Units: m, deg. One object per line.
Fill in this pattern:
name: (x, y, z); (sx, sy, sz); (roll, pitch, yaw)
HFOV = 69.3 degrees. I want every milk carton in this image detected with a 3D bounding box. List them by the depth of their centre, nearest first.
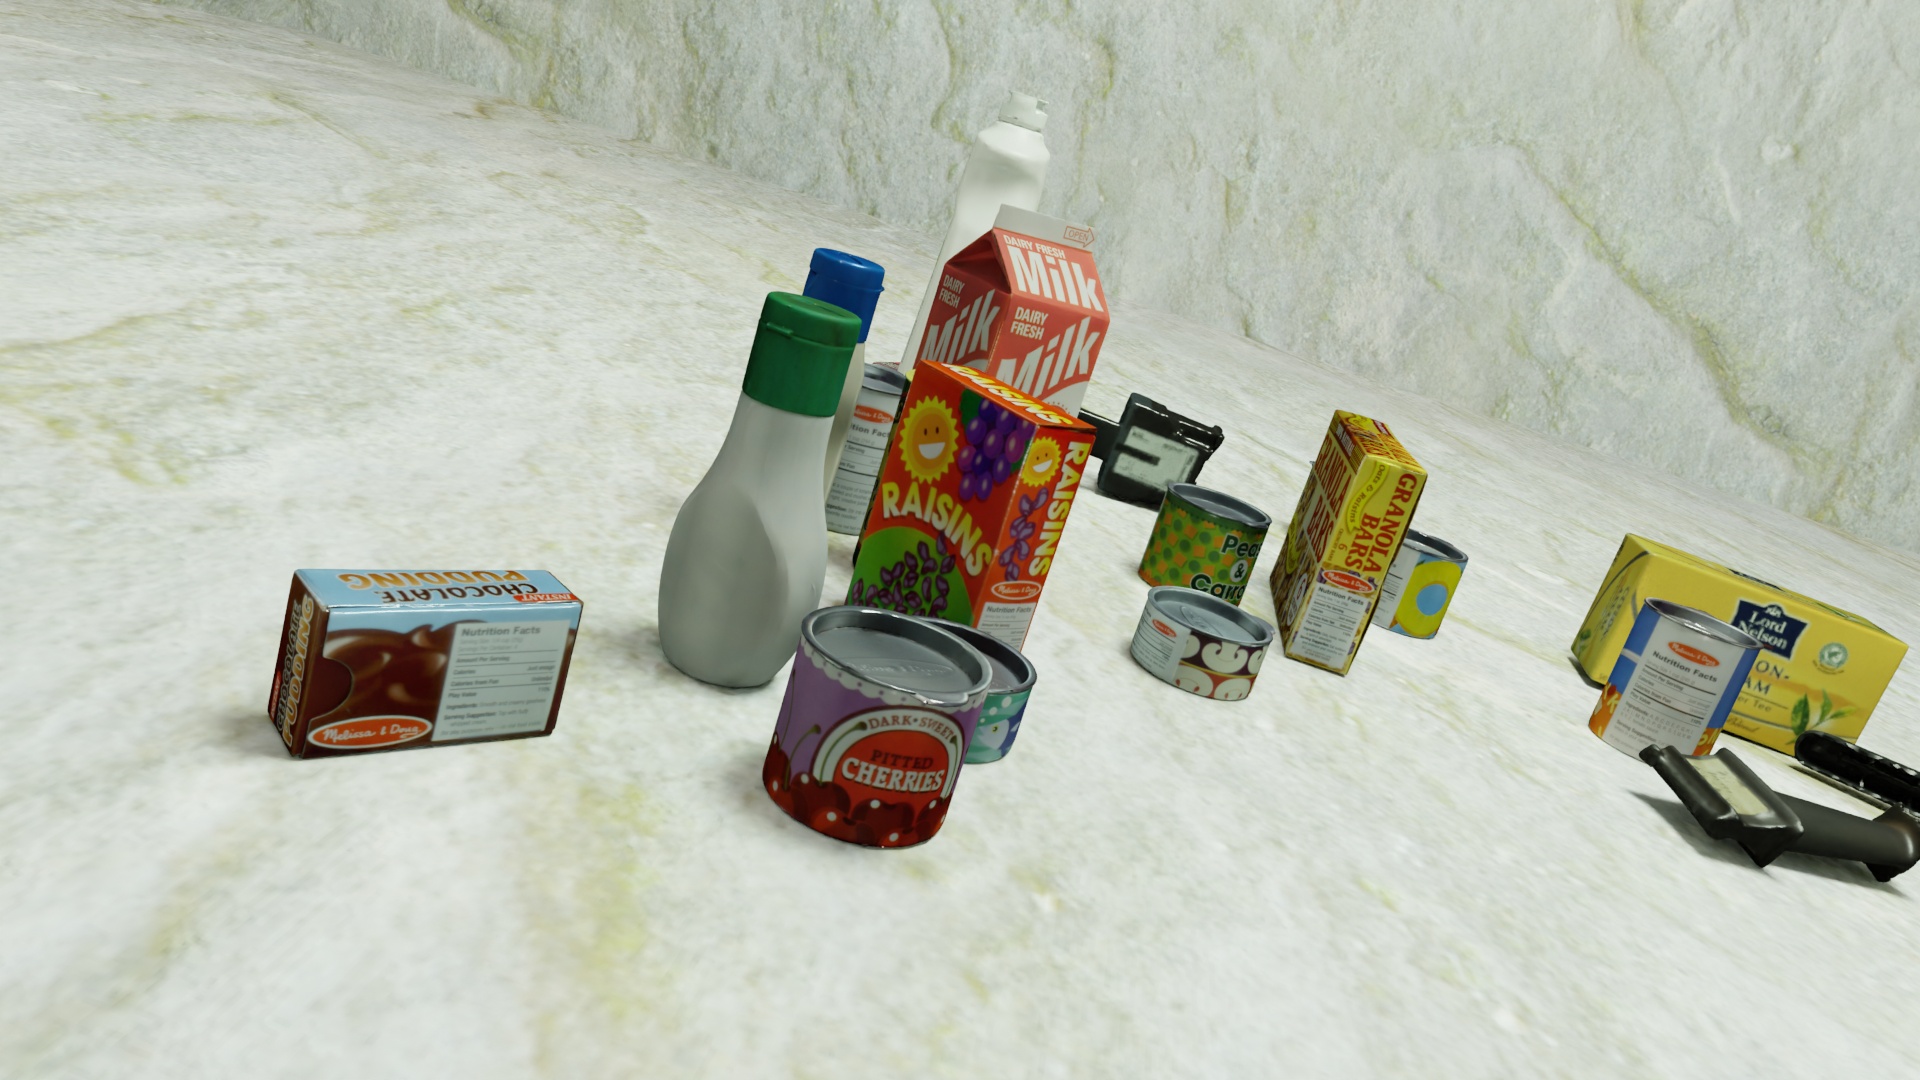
milk carton: (0.021, -0.090, 0.783); (0.072, 0.190, 0.073); (6, 19, -35)

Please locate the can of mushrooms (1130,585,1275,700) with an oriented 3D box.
can of mushrooms: (0.123, 0.052, 0.704); (0.071, 0.033, 0.071); (16, 16, -5)

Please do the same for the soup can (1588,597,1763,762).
soup can: (0.417, 0.084, 0.813); (0.071, 0.083, 0.071); (16, 16, -5)

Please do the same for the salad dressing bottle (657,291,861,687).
salad dressing bottle: (-0.074, -0.019, 0.527); (0.064, 0.147, 0.044); (25, 17, 24)

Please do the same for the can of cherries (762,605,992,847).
can of cherries: (-0.028, 0.063, 0.468); (0.071, 0.058, 0.072); (16, 16, -5)

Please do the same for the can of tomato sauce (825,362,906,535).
can of tomato sauce: (-0.061, -0.054, 0.769); (0.071, 0.082, 0.071); (16, 16, -5)

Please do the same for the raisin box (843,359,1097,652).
raisin box: (0.002, -0.008, 0.613); (0.040, 0.123, 0.086); (3, 21, -41)

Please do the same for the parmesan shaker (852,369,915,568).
parmesan shaker: (-0.008, -0.025, 0.697); (0.071, 0.102, 0.071); (16, 16, -5)

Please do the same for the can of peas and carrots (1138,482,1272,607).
can of peas and carrots: (0.149, 0.004, 0.842); (0.071, 0.058, 0.071); (16, 16, -5)

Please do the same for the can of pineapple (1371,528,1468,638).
can of pineapple: (0.296, 0.026, 0.924); (0.071, 0.057, 0.071); (16, 16, -5)

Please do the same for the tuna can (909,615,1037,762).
tuna can: (-0.006, 0.059, 0.548); (0.071, 0.032, 0.071); (16, 16, -5)

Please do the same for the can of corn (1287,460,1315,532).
can of corn: (0.292, -0.022, 1.076); (0.071, 0.058, 0.071); (16, 16, -5)

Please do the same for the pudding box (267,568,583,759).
pudding box: (-0.164, 0.036, 0.430); (0.084, 0.049, 0.030); (1, 23, -45)

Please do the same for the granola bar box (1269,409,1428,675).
granola bar box: (0.230, -0.005, 0.838); (0.039, 0.123, 0.166); (19, 16, 4)

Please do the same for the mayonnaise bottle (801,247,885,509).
mayonnaise bottle: (-0.075, -0.069, 0.690); (0.041, 0.147, 0.065); (11, 17, -23)
